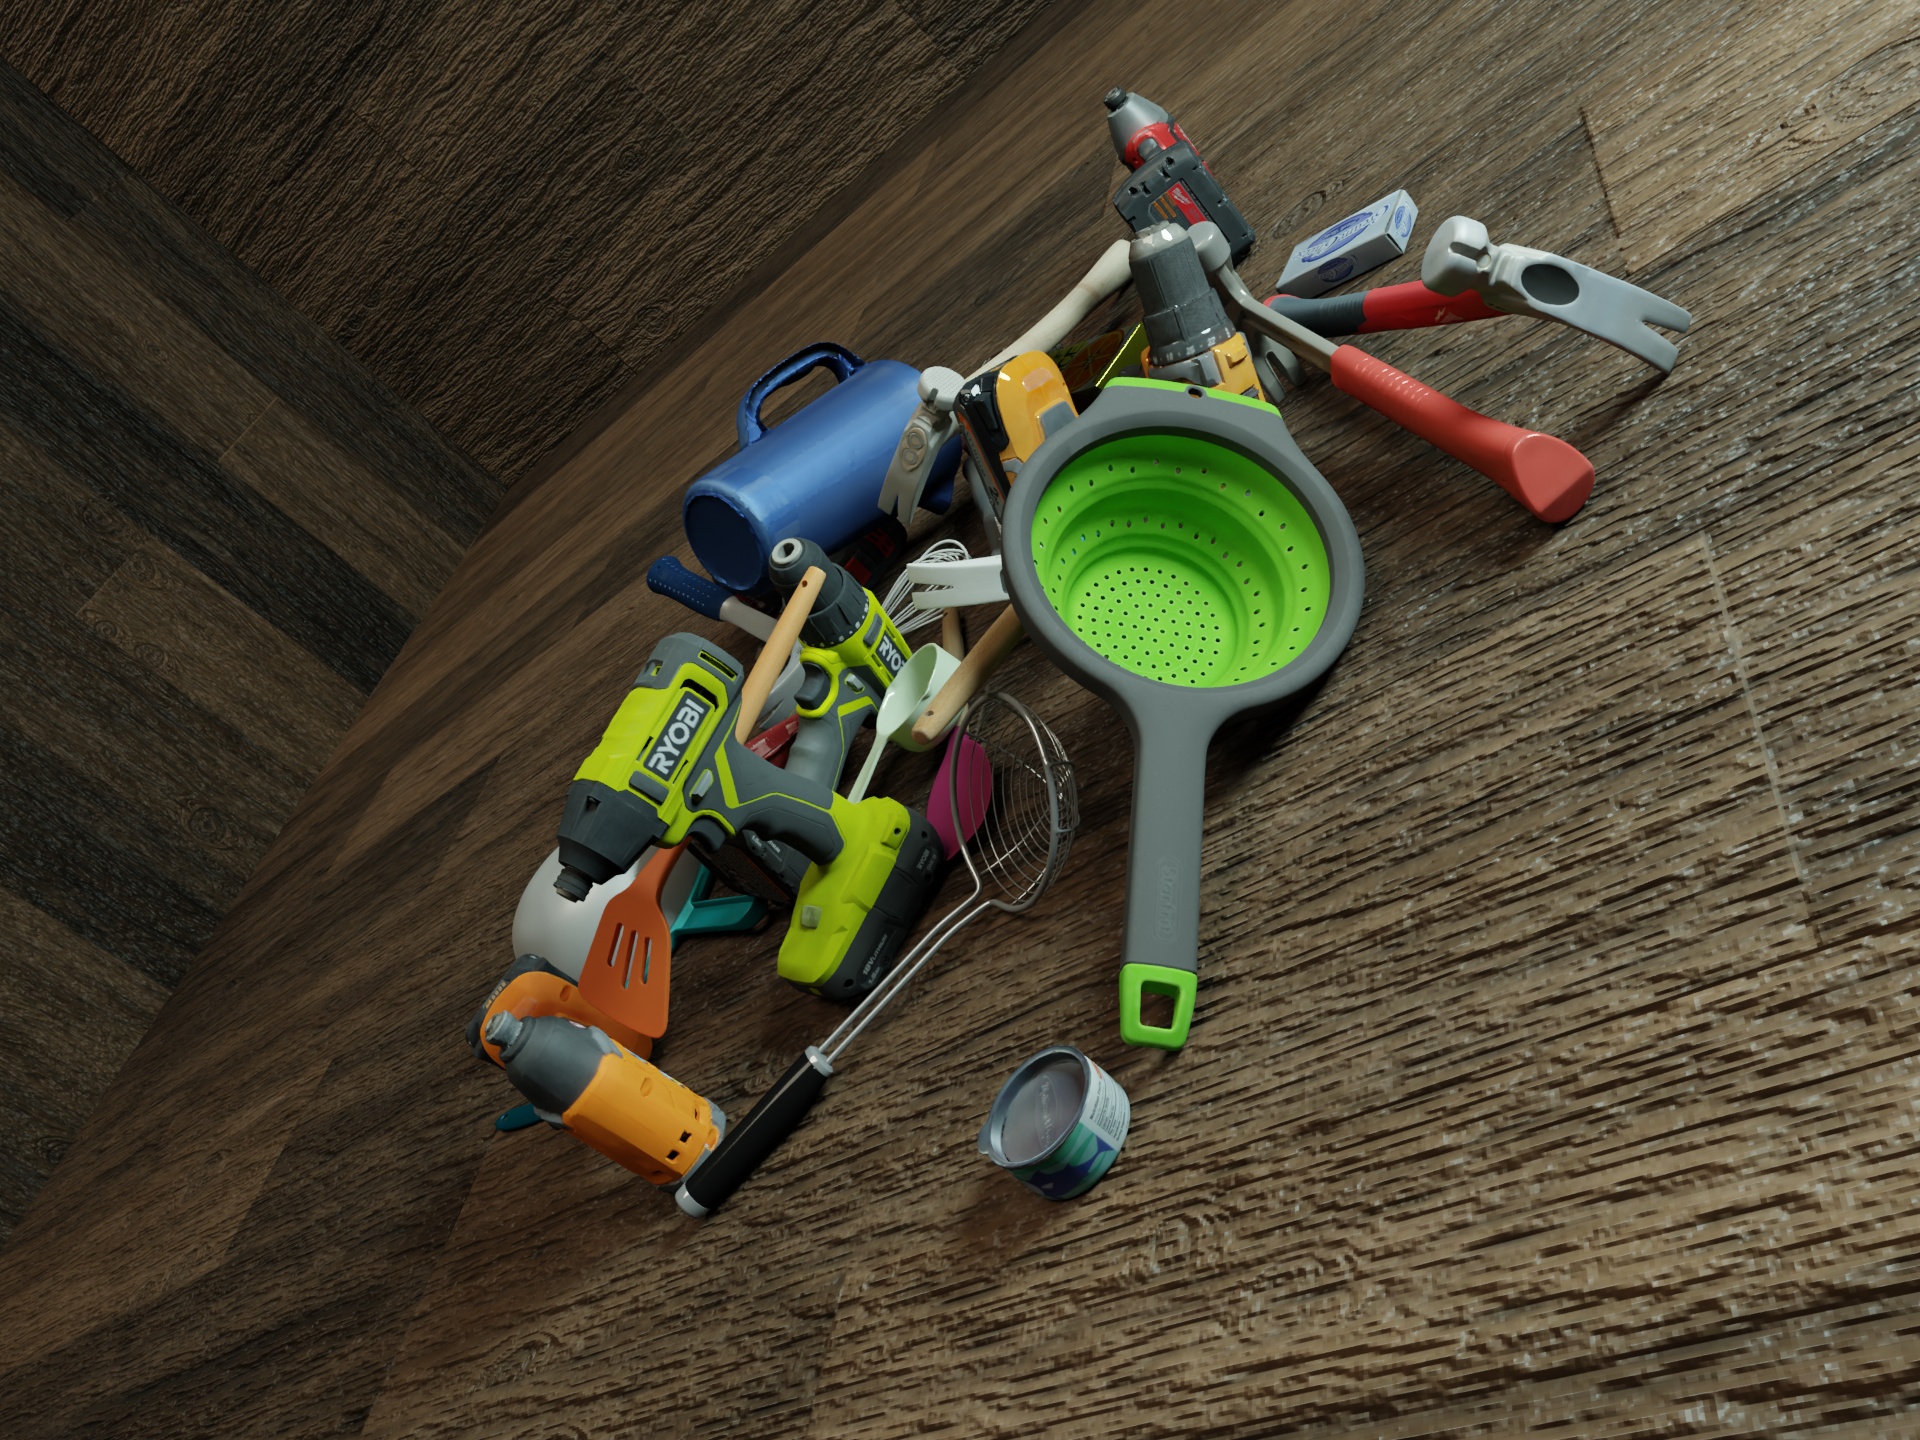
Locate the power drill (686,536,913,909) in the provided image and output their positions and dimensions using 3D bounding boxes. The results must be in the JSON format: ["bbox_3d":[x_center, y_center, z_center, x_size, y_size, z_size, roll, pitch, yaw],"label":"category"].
[{"bbox_3d":[-0.115,0.001,1.137,0.080,0.190,0.229,9,62,31],"label":"power drill"}]

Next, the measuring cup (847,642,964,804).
[{"bbox_3d":[-0.043,0.027,1.126,0.167,0.038,0.083,-64,21,-8],"label":"measuring cup"}]

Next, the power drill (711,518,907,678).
[{"bbox_3d":[-0.160,-0.130,1.540,0.188,0.080,0.227,-53,28,-11],"label":"power drill"}]

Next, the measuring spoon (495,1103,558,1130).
[{"bbox_3d":[-0.335,0.300,1.238,0.128,0.021,0.042,-23,33,41],"label":"measuring spoon"}]

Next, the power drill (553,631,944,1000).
[{"bbox_3d":[-0.133,0.075,0.989,0.080,0.223,0.171,-3,55,57],"label":"power drill"}]

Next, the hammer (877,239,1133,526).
[{"bbox_3d":[0.057,-0.318,1.396,0.411,0.038,0.146,-49,-11,-43],"label":"hammer"}]

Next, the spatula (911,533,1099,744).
[{"bbox_3d":[0.049,-0.066,0.989,0.082,0.044,0.318,6,35,28],"label":"spatula"}]

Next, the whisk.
[{"bbox_3d":[-0.078,-0.065,1.340,0.246,0.057,0.059,-40,55,26],"label":"whisk"}]

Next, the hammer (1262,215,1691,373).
[{"bbox_3d":[0.282,-0.249,0.982,0.386,0.143,0.038,-125,53,-76],"label":"hammer"}]

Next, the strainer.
[{"bbox_3d":[-0.270,0.141,1.284,0.340,0.095,0.211,-14,40,53],"label":"strainer"}]

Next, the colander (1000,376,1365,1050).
[{"bbox_3d":[0.109,-0.004,0.874,0.094,0.204,0.397,105,173,-61],"label":"colander"}]

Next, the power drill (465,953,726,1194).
[{"bbox_3d":[-0.260,0.225,1.060,0.084,0.164,0.226,-55,23,-13],"label":"power drill"}]

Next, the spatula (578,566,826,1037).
[{"bbox_3d":[-0.161,0.045,1.042,0.081,0.041,0.323,19,77,31],"label":"spatula"}]

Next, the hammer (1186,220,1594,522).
[{"bbox_3d":[0.248,-0.195,0.946,0.036,0.149,0.359,-42,36,5],"label":"hammer"}]

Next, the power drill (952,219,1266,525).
[{"bbox_3d":[0.099,-0.222,1.071,0.226,0.185,0.084,-3,27,48],"label":"power drill"}]

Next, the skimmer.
[{"bbox_3d":[-0.061,0.145,0.935,0.363,0.090,0.127,-48,39,3],"label":"skimmer"}]

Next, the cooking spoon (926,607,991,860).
[{"bbox_3d":[-0.002,-0.004,1.151,0.068,0.017,0.319,-48,22,24],"label":"cooking spoon"}]

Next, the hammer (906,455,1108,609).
[{"bbox_3d":[0.026,-0.161,1.270,0.146,0.035,0.335,-11,23,0],"label":"hammer"}]

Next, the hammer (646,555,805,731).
[{"bbox_3d":[-0.215,-0.097,1.479,0.144,0.035,0.406,-58,32,-3],"label":"hammer"}]

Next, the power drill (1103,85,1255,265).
[{"bbox_3d":[0.184,-0.481,1.414,0.078,0.143,0.220,-34,29,21],"label":"power drill"}]
